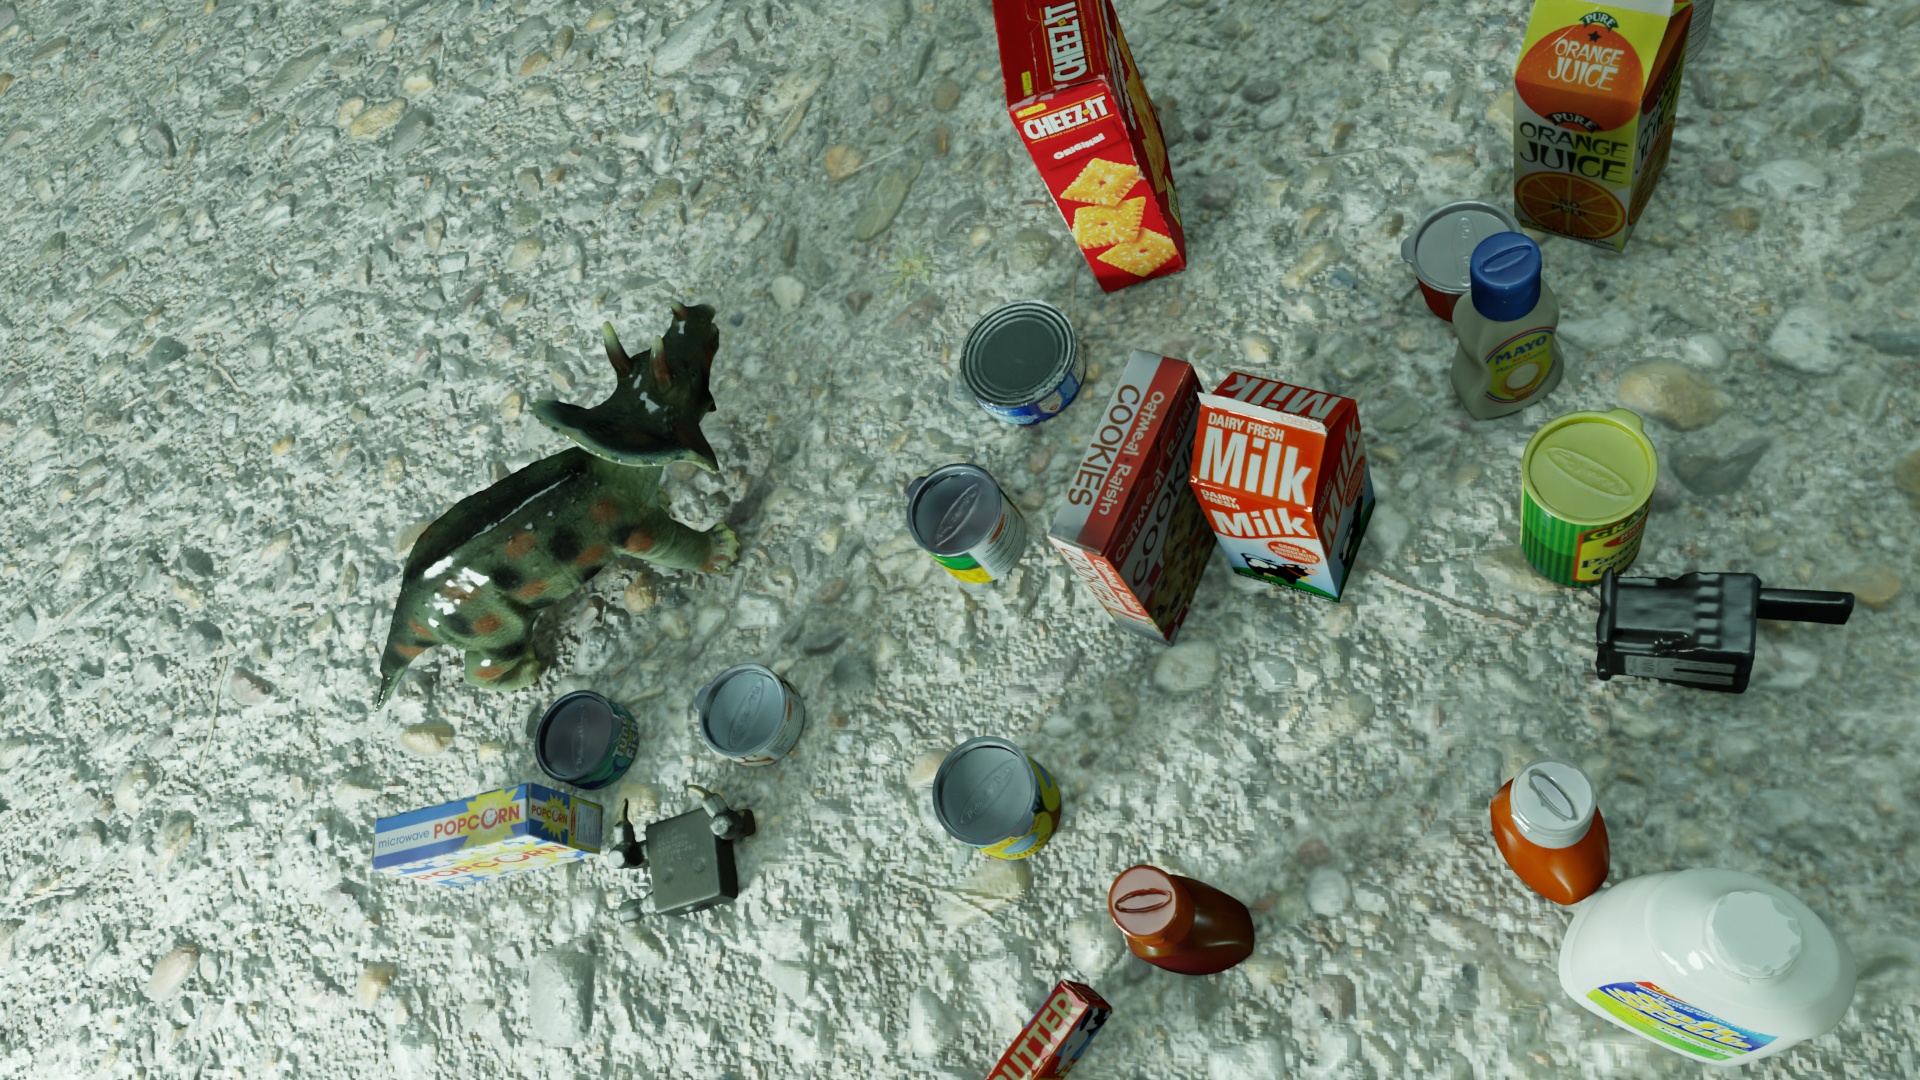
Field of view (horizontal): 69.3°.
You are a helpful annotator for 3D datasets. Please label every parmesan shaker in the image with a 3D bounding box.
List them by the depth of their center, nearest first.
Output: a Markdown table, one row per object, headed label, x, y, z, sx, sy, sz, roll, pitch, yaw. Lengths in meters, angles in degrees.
| label | x | y | z | sx | sy | sz | roll | pitch | yaw |
| --- | --- | --- | --- | --- | --- | --- | --- | --- | --- |
| parmesan shaker | 0.350 | -0.022 | 0.775 | 0.071 | 0.103 | 0.071 | -8 | 66 | 19 |

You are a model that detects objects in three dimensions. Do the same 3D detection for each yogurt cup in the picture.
| label | x | y | z | sx | sy | sz | roll | pitch | yaw |
| --- | --- | --- | --- | --- | --- | --- | --- | --- | --- |
| yogurt cup | 0.321 | -0.174 | 0.880 | 0.072 | 0.054 | 0.072 | -8 | 66 | 18 |

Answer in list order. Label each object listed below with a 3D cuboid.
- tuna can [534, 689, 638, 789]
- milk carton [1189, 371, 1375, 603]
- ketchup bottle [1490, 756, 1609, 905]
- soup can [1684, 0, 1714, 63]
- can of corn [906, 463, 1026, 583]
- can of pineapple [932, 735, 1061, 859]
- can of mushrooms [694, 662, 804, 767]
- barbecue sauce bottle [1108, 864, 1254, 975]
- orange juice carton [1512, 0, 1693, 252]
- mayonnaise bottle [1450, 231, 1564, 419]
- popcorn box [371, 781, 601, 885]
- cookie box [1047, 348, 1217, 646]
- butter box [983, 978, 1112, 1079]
| label | x | y | z | sx | sy | sz | roll | pitch | yaw |
| --- | --- | --- | --- | --- | --- | --- | --- | --- | --- |
| tuna can | -0.263 | 0.142 | 0.988 | 0.071 | 0.032 | 0.071 | -8 | 66 | 18 |
| milk carton | 0.186 | -0.035 | 0.795 | 0.072 | 0.190 | 0.073 | 17 | 76 | 27 |
| ketchup bottle | 0.296 | 0.144 | 0.699 | 0.043 | 0.148 | 0.065 | -39 | 60 | 3 |
| soup can | 0.446 | -0.353 | 0.891 | 0.071 | 0.083 | 0.071 | -8 | 66 | 19 |
| can of corn | 0.003 | -0.012 | 0.934 | 0.071 | 0.058 | 0.071 | -8 | 66 | 18 |
| can of pineapple | 0.024 | 0.160 | 0.852 | 0.071 | 0.057 | 0.071 | -8 | 66 | 18 |
| can of mushrooms | -0.144 | 0.119 | 0.950 | 0.071 | 0.033 | 0.071 | -8 | 66 | 18 |
| barbecue sauce bottle | 0.115 | 0.204 | 0.745 | 0.065 | 0.148 | 0.044 | -13 | 64 | 16 |
| orange juice carton | 0.374 | -0.258 | 0.815 | 0.072 | 0.192 | 0.073 | 25 | 79 | 28 |
| mayonnaise bottle | 0.317 | -0.124 | 0.806 | 0.064 | 0.147 | 0.041 | -24 | 62 | 11 |
| popcorn box | -0.324 | 0.204 | 0.955 | 0.126 | 0.085 | 0.038 | -15 | 64 | 15 |
| cookie box | 0.116 | -0.020 | 0.830 | 0.040 | 0.167 | 0.123 | 19 | 76 | 27 |
| butter box | 0.042 | 0.299 | 0.788 | 0.024 | 0.053 | 0.103 | 36 | 84 | 30 |
